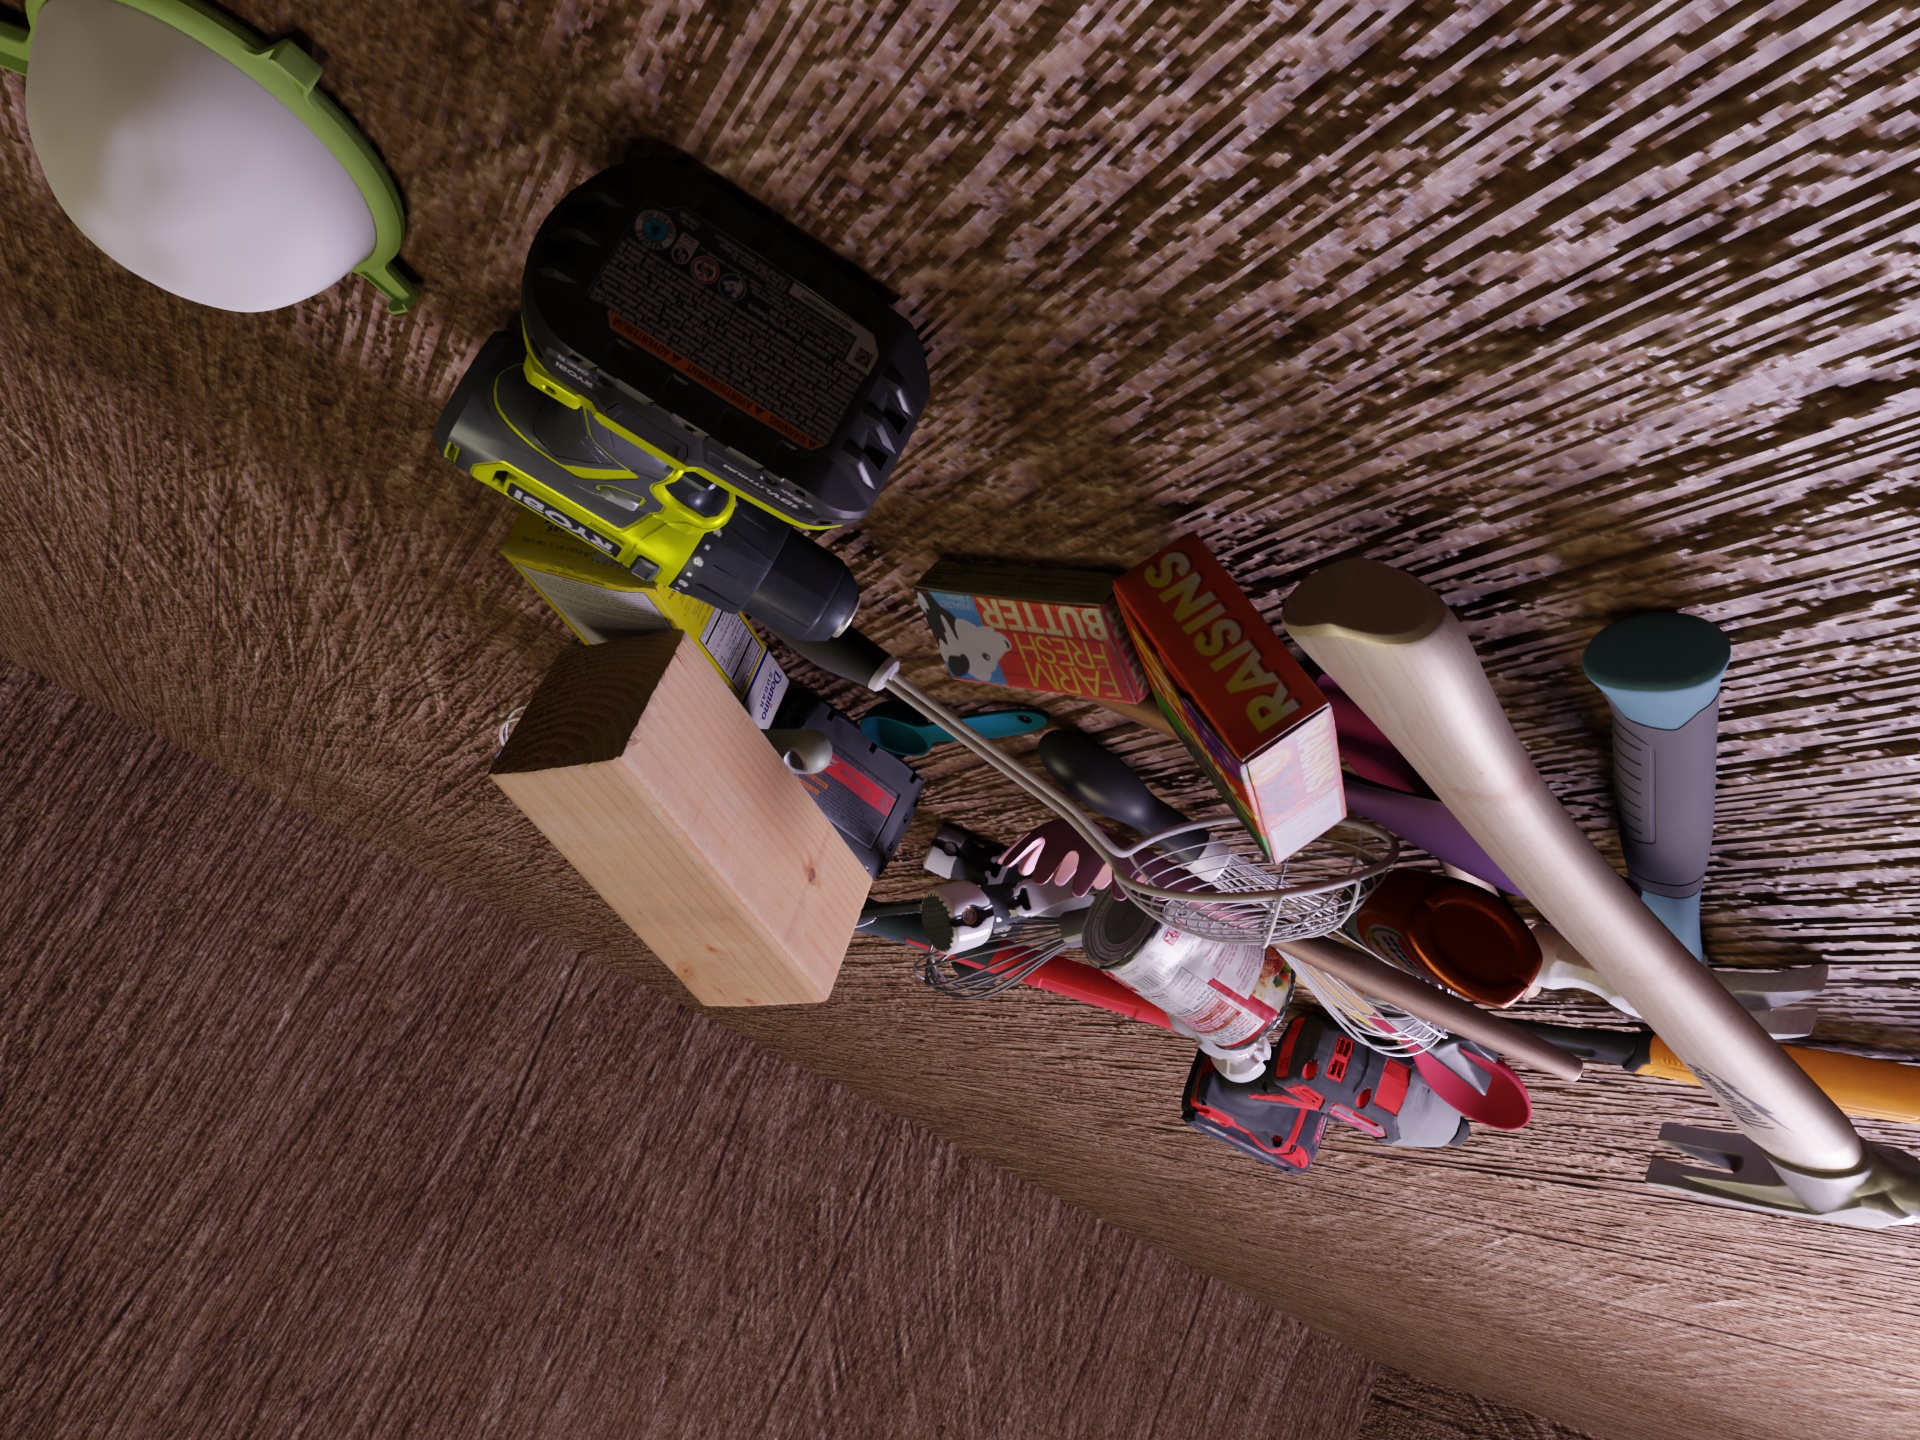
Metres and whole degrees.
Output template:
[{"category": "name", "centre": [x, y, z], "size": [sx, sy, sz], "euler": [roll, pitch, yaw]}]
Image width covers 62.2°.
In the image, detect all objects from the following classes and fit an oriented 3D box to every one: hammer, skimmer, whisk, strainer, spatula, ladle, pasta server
[{"category": "hammer", "centre": [0.034, 0.162, 1.204], "size": [0.146, 0.035, 0.334], "euler": [25, 161, 4]}, {"category": "skimmer", "centre": [0.028, -0.010, 0.745], "size": [0.363, 0.090, 0.127], "euler": [35, -160, 6]}, {"category": "hammer", "centre": [-0.054, 0.121, 1.033], "size": [0.149, 0.036, 0.409], "euler": [-13, 179, -34]}, {"category": "hammer", "centre": [0.379, 0.179, 0.826], "size": [0.127, 0.034, 0.337], "euler": [38, 157, -31]}, {"category": "hammer", "centre": [0.246, 0.084, 0.611], "size": [0.410, 0.038, 0.146], "euler": [43, 153, -26]}, {"category": "whisk", "centre": [-0.179, 0.017, 0.929], "size": [0.246, 0.059, 0.057], "euler": [0, 126, 31]}, {"category": "strainer", "centre": [-0.343, -0.224, 0.606], "size": [0.256, 0.069, 0.151], "euler": [22, 161, 4]}, {"category": "hammer", "centre": [0.018, 0.156, 1.097], "size": [0.386, 0.038, 0.143], "euler": [11, 155, 38]}, {"category": "whisk", "centre": [0.154, 0.090, 0.841], "size": [0.284, 0.070, 0.070], "euler": [35, 159, -12]}, {"category": "spatula", "centre": [0.131, 0.016, 0.683], "size": [0.316, 0.018, 0.059], "euler": [24, 159, 21]}, {"category": "ladle", "centre": [0.233, 0.169, 0.990], "size": [0.315, 0.031, 0.069], "euler": [32, 148, -14]}, {"category": "hammer", "centre": [0.277, 0.055, 0.628], "size": [0.128, 0.033, 0.330], "euler": [14, 158, 30]}, {"category": "whisk", "centre": [0.069, 0.129, 0.966], "size": [0.239, 0.055, 0.055], "euler": [-19, 137, 33]}, {"category": "pasta server", "centre": [0.170, 0.120, 0.801], "size": [0.316, 0.040, 0.060], "euler": [25, 177, -5]}]

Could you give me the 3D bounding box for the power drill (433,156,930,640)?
[{"category": "power drill", "centre": [-0.100, -0.104, 0.616], "size": [0.190, 0.080, 0.228], "euler": [31, 163, -15]}]

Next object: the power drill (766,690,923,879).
[{"category": "power drill", "centre": [-0.154, 0.025, 1.022], "size": [0.187, 0.080, 0.227], "euler": [39, 159, -34]}]

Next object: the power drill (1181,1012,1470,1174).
[{"category": "power drill", "centre": [0.263, 0.276, 1.164], "size": [0.143, 0.079, 0.219], "euler": [27, 158, -7]}]

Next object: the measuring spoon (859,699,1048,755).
[{"category": "measuring spoon", "centre": [-0.001, -0.003, 0.856], "size": [0.129, 0.021, 0.042], "euler": [-7, 144, 42]}]

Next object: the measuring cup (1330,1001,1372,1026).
[{"category": "measuring cup", "centre": [0.227, 0.185, 1.032], "size": [0.156, 0.029, 0.062], "euler": [29, 161, -5]}]

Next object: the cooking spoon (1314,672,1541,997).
[{"category": "cooking spoon", "centre": [0.229, 0.064, 0.731], "size": [0.069, 0.017, 0.318], "euler": [28, 167, 41]}]
